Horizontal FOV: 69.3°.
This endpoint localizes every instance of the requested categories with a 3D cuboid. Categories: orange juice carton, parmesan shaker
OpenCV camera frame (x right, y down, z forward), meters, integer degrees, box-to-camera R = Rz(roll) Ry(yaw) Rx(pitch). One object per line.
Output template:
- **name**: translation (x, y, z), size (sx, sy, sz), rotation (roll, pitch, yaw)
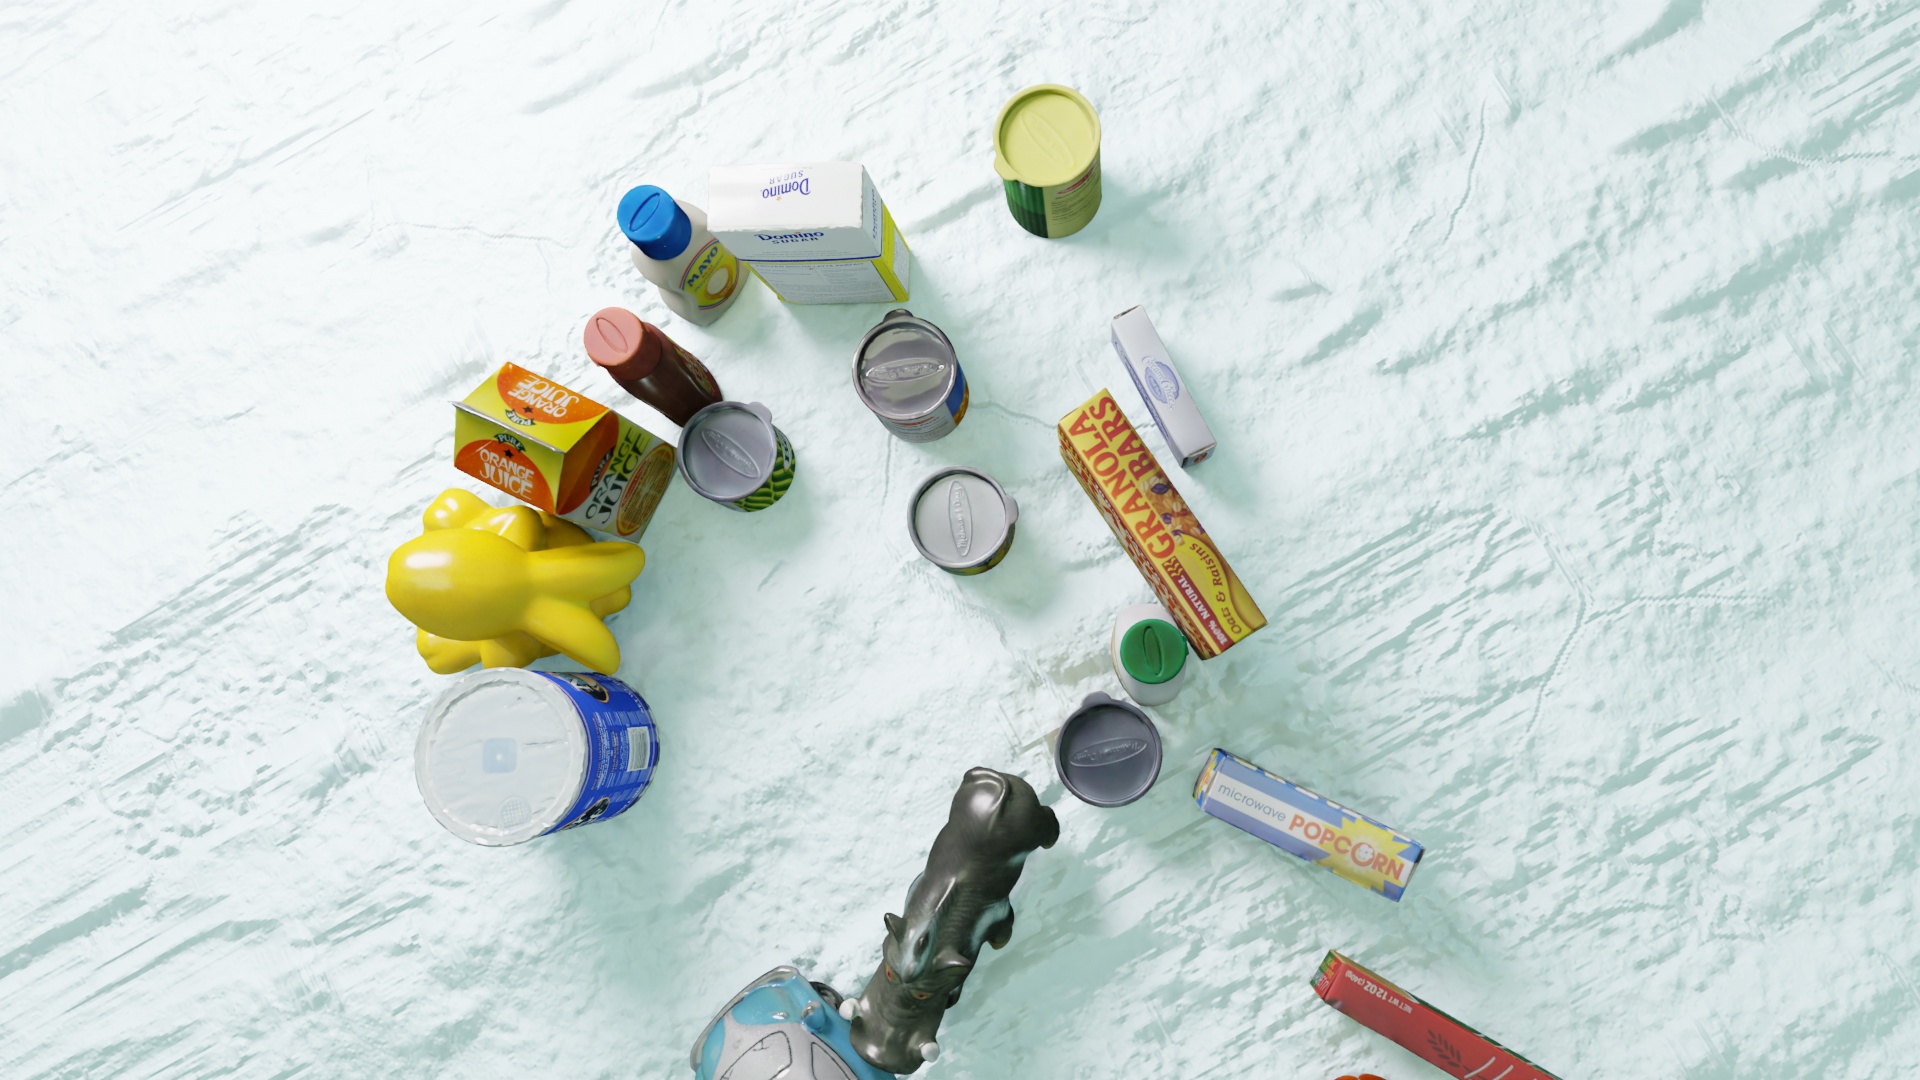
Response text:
- **orange juice carton**: translation (-0.244, -0.053, 0.860), size (0.072, 0.192, 0.073), rotation (25, 87, 8)
- **parmesan shaker**: translation (0.056, -0.241, 0.899), size (0.071, 0.103, 0.071), rotation (-1, 84, 6)

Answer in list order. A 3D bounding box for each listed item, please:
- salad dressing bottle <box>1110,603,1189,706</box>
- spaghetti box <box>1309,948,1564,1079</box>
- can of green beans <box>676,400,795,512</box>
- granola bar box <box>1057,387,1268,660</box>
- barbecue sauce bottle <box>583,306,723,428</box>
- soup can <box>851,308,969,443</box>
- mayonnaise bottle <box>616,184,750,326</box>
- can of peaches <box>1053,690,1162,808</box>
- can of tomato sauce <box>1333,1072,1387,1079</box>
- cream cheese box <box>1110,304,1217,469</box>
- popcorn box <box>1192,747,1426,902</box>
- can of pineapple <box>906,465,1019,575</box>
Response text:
- **salad dressing bottle**: translation (0.113, 0.068, 0.833), size (0.044, 0.147, 0.064), rotation (-10, 83, 5)
- **spaghetti box**: translation (0.330, 0.323, 0.830), size (0.250, 0.050, 0.028), rotation (29, 87, 8)
- **can of green beans**: translation (-0.147, -0.054, 0.919), size (0.071, 0.058, 0.071), rotation (-1, 83, 6)
- **granola bar box**: translation (0.120, -0.005, 0.853), size (0.039, 0.124, 0.165), rotation (-34, 81, 1)
- **barbecue sauce bottle**: translation (-0.197, -0.111, 0.884), size (0.043, 0.148, 0.065), rotation (-40, 81, 0)
- **soup can**: translation (-0.031, -0.105, 0.900), size (0.071, 0.083, 0.071), rotation (-1, 83, 6)
- **mayonnaise bottle**: translation (-0.179, -0.185, 0.892), size (0.041, 0.148, 0.065), rotation (36, 88, 8)
- **can of peaches**: translation (0.092, 0.130, 0.873), size (0.071, 0.058, 0.071), rotation (-1, 83, 6)
- **can of tomato sauce**: translation (0.246, 0.358, 0.818), size (0.071, 0.083, 0.071), rotation (-1, 83, 6)
- **cream cheese box**: translation (0.130, -0.098, 0.899), size (0.024, 0.053, 0.104), rotation (-27, 81, 2)
- **popcorn box**: translation (0.207, 0.170, 0.843), size (0.127, 0.085, 0.038), rotation (25, 87, 8)
- **can of pineapple**: translation (0.003, -0.011, 0.899), size (0.071, 0.058, 0.071), rotation (-1, 83, 6)
